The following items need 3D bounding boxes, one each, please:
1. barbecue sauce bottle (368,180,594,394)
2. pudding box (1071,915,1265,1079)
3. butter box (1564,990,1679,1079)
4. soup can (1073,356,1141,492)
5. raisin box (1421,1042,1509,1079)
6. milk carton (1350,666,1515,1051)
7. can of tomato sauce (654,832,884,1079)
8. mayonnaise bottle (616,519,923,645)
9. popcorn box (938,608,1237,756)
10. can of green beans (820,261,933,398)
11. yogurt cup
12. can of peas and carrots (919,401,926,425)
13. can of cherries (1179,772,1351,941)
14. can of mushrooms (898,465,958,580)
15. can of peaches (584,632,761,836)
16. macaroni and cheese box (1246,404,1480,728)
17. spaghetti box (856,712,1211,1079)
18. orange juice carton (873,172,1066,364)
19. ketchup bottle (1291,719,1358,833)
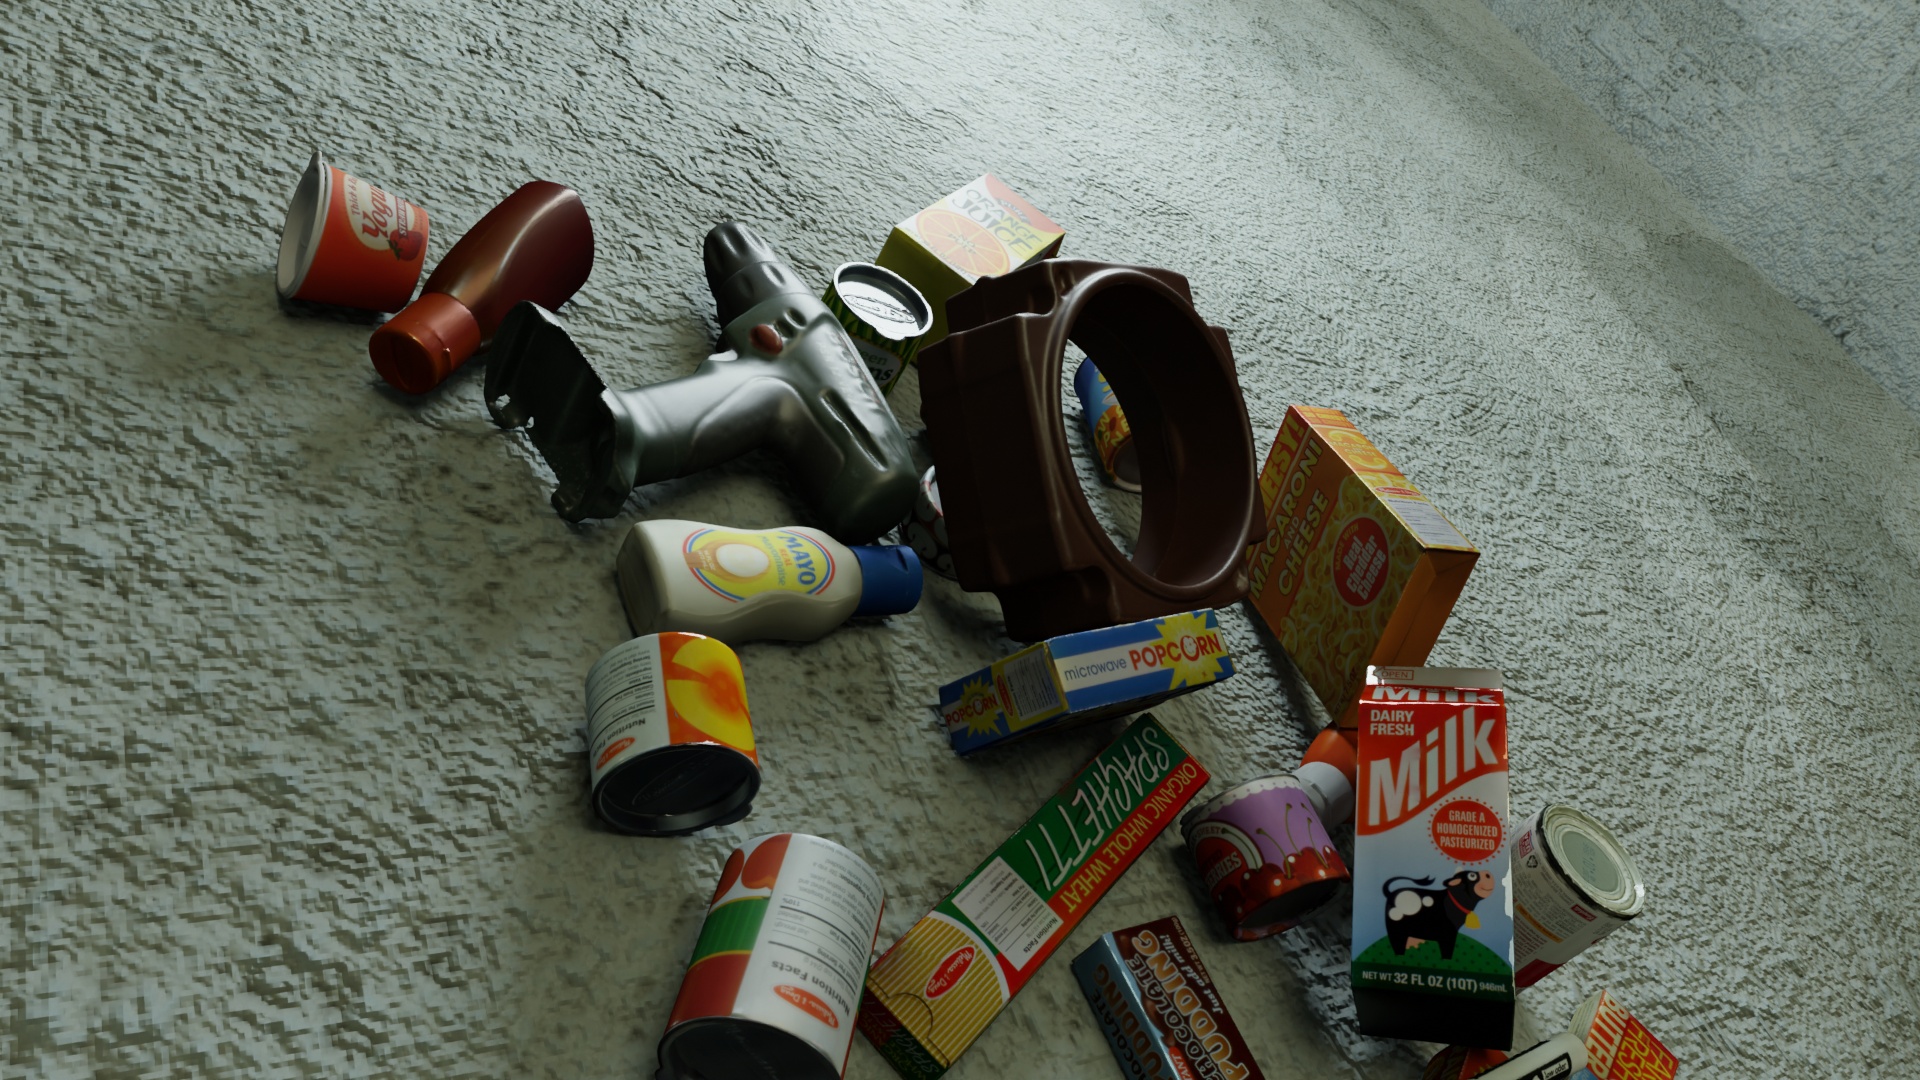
[{"bbox_3d":[-0.239,-0.126,0.703,0.044,0.064,0.149,13,39,10],"label":"barbecue sauce bottle"},{"bbox_3d":[0.091,0.212,0.613,0.050,0.030,0.084,-1,50,-37],"label":"pudding box"},{"bbox_3d":[0.339,0.287,0.727,0.053,0.024,0.104,45,38,14],"label":"butter box"},{"bbox_3d":[0.118,-0.086,0.924,0.071,0.071,0.084,11,43,-29],"label":"soup can"},{"bbox_3d":[0.241,0.296,0.629,0.086,0.040,0.124,42,37,11],"label":"raisin box"},{"bbox_3d":[0.235,0.145,0.692,0.072,0.073,0.191,0,53,20],"label":"milk carton"},{"bbox_3d":[-0.069,0.162,0.518,0.071,0.070,0.083,27,37,-11],"label":"can of tomato sauce"},{"bbox_3d":[-0.088,0.020,0.675,0.148,0.041,0.065,-1,50,-37],"label":"mayonnaise bottle"},{"bbox_3d":[0.064,0.071,0.697,0.127,0.085,0.038,-6,73,-41],"label":"popcorn box"},{"bbox_3d":[-0.059,-0.125,0.843,0.071,0.057,0.071,21,39,-18],"label":"can of green beans"},{"bbox_3d":[-0.296,-0.144,0.679,0.054,0.072,0.073,14,41,-38],"label":"yogurt cup"},{"bbox_3d":[0.017,-0.075,0.837,0.071,0.070,0.059,-18,61,-47],"label":"can of peas and carrots"},{"bbox_3d":[0.149,0.158,0.688,0.071,0.071,0.058,4,48,-35],"label":"can of cherries"},{"bbox_3d":[0.003,-0.010,0.785,0.071,0.033,0.071,21,38,-18],"label":"can of mushrooms"},{"bbox_3d":[-0.117,0.080,0.570,0.071,0.071,0.058,10,43,-30],"label":"can of peaches"},{"bbox_3d":[0.225,0.012,0.826,0.040,0.123,0.167,6,31,-19],"label":"macaroni and cheese box"},{"bbox_3d":[0.041,0.154,0.639,0.050,0.028,0.251,45,38,12],"label":"spaghetti box"},{"bbox_3d":[0.009,-0.192,0.955,0.072,0.072,0.194,38,37,4],"label":"orange juice carton"},{"bbox_3d":[0.225,0.132,0.793,0.149,0.043,0.065,-16,58,-46],"label":"ketchup bottle"}]
